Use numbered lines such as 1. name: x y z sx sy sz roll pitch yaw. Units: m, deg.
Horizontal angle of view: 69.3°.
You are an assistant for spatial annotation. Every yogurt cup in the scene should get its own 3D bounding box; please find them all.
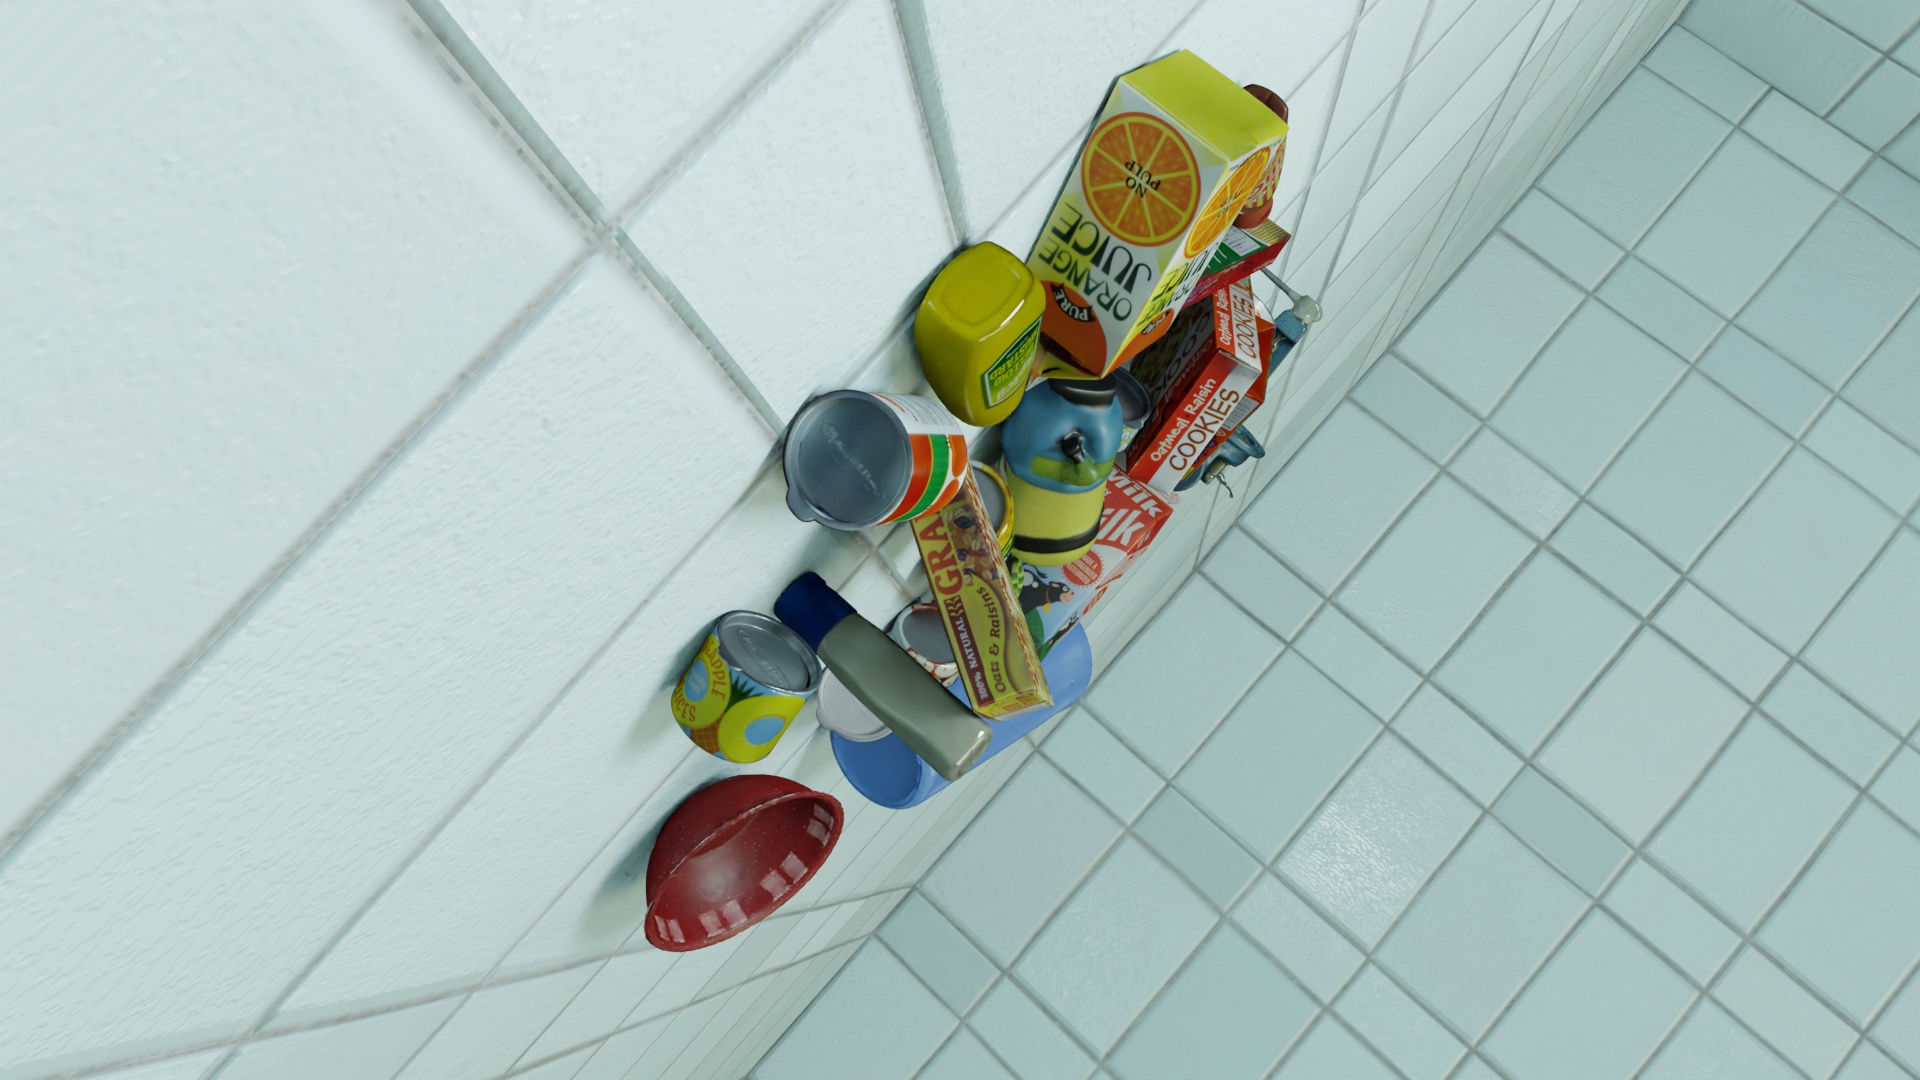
1. yogurt cup: -0.073 0.119 1.049 0.072 0.072 0.054 -47 175 -11

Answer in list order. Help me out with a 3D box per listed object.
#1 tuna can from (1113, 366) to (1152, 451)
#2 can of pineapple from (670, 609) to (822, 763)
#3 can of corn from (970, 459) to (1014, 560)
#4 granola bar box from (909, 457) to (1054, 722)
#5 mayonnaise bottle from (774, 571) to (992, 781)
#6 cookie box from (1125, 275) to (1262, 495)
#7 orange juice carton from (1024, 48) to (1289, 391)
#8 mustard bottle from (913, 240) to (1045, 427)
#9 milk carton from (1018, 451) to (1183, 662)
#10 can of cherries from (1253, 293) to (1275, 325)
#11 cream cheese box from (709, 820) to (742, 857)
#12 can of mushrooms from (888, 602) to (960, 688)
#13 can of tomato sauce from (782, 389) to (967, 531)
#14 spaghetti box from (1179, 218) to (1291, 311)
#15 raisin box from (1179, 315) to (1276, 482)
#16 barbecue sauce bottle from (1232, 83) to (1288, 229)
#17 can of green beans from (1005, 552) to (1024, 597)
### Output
1. tuna can: 0.102 -0.095 0.996 0.071 0.071 0.032 -36 162 -45
2. can of pineapple: -0.121 0.081 0.772 0.057 0.071 0.071 -54 166 22
3. can of corn: 0.003 -0.011 0.905 0.071 0.071 0.058 -46 166 -11
4. granola bar box: 0.005 0.019 0.801 0.039 0.166 0.124 -20 167 4
5. mayonnaise bottle: -0.047 0.079 0.823 0.041 0.148 0.064 -46 167 -12
6. cookie box: 0.170 -0.130 1.035 0.122 0.040 0.168 -58 -167 35
7. orange juice carton: 0.091 -0.161 0.761 0.072 0.073 0.191 -37 163 -43
8. mustard bottle: 0.012 -0.096 0.734 0.065 0.049 0.159 -46 167 -11
9. milk carton: 0.095 0.011 1.135 0.191 0.072 0.073 -46 167 -14
10. can of cherries: 0.217 -0.177 1.155 0.058 0.071 0.071 -48 167 -4
11. cream cheese box: -0.189 0.232 1.076 0.103 0.024 0.053 -54 165 20
12. can of mushrooms: -0.023 0.084 1.099 0.071 0.071 0.033 -35 160 -47
13. can of tomato sauce: -0.041 -0.039 0.686 0.071 0.071 0.083 -53 168 15
14. spaghetti box: 0.157 -0.191 0.948 0.251 0.050 0.028 -33 158 -51
15. raisin box: 0.196 -0.113 1.097 0.122 0.040 0.086 -50 -160 52
16. barbecue sauce bottle: 0.185 -0.242 0.907 0.065 0.044 0.148 -51 168 5
17. can of green beans: 0.013 0.021 1.046 0.071 0.071 0.057 -48 167 -6
